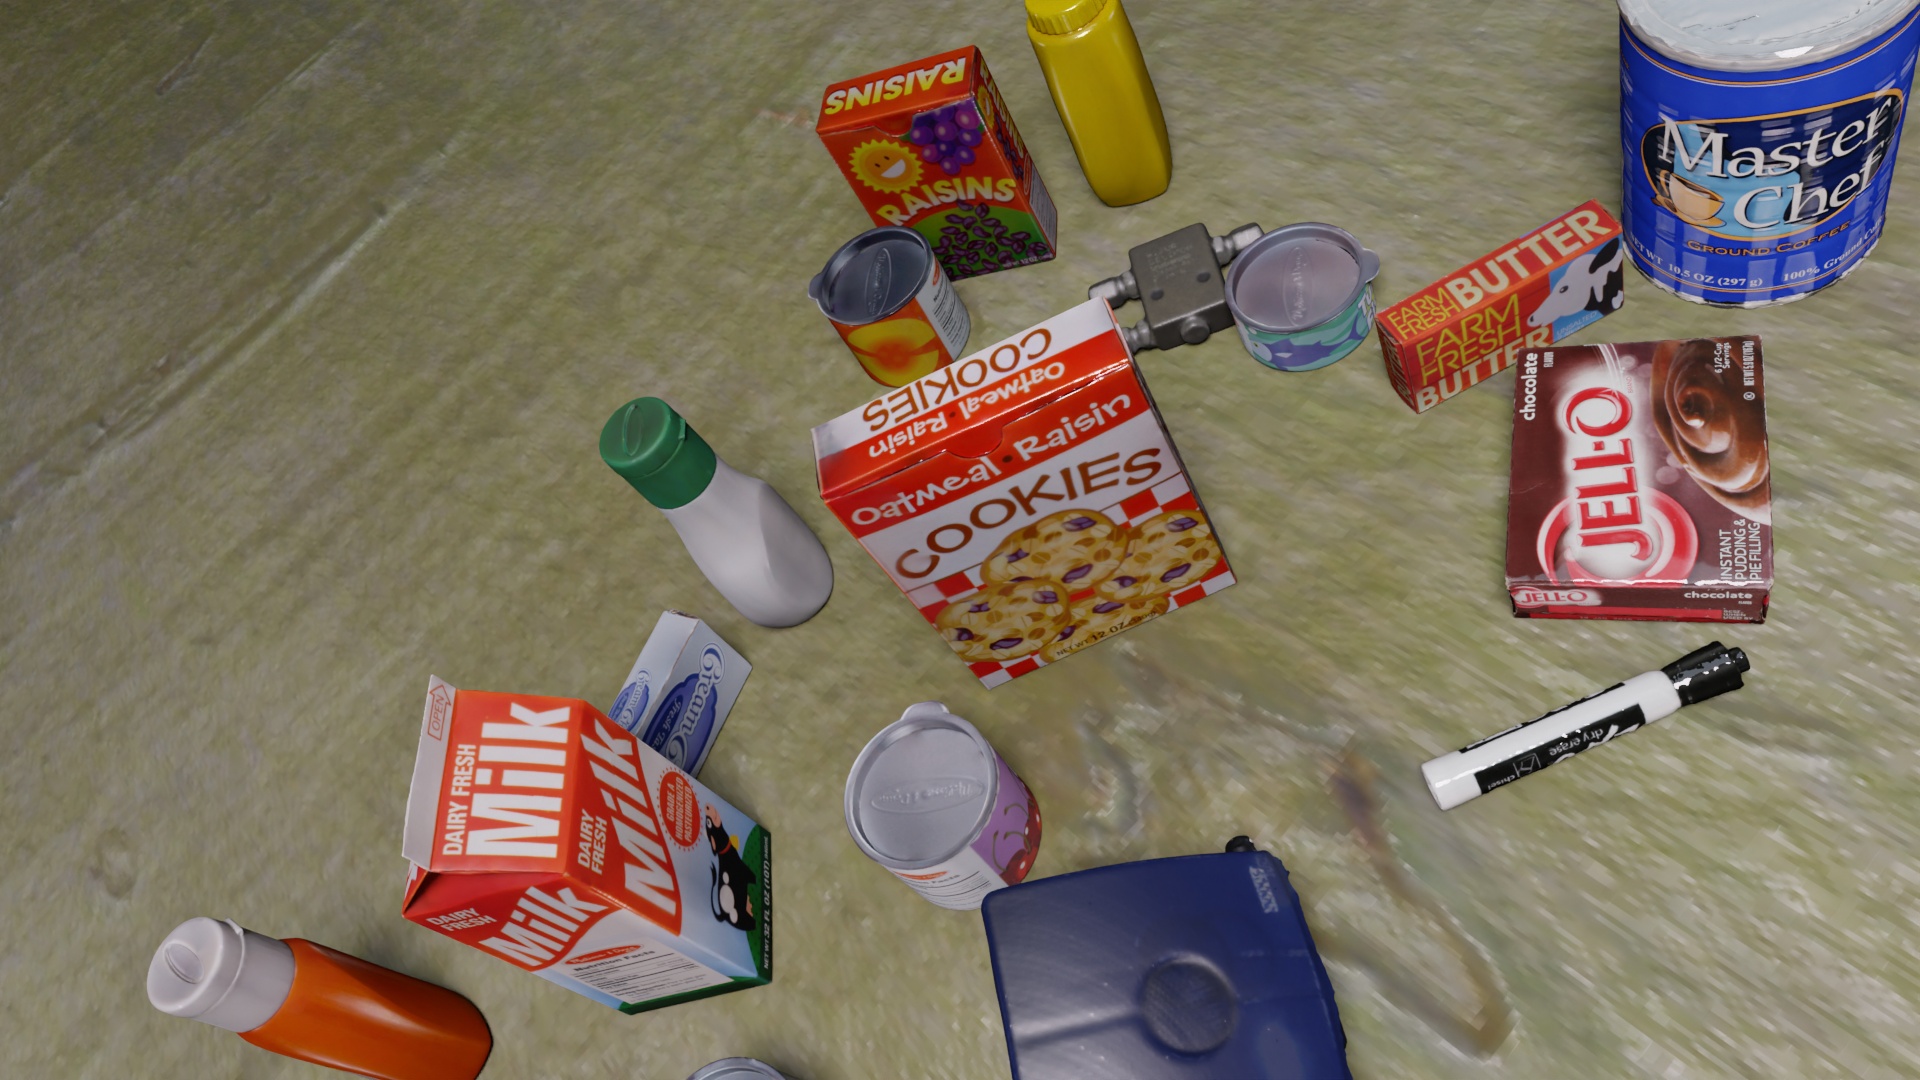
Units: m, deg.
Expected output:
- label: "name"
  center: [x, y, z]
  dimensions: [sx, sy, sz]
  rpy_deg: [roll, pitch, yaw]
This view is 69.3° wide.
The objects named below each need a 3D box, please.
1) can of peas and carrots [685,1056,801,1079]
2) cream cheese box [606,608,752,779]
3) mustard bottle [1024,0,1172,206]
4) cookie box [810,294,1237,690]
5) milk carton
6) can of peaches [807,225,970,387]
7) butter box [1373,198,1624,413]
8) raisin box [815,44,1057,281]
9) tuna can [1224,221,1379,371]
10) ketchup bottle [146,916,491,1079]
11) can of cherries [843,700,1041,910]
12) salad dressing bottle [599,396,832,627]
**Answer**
- label: "can of peas and carrots"
  center: [-0.077, 0.236, 0.526]
  dimensions: [0.071, 0.058, 0.071]
  rpy_deg: [-12, 55, 18]
- label: "cream cheese box"
  center: [-0.141, 0.090, 0.655]
  dimensions: [0.024, 0.053, 0.104]
  rpy_deg: [11, 65, 31]
- label: "mustard bottle"
  center: [0.066, -0.241, 0.703]
  dimensions: [0.049, 0.159, 0.065]
  rpy_deg: [-13, 55, 18]
- label: "cookie box"
  center: [0.032, -0.011, 0.565]
  dimensions: [0.123, 0.167, 0.040]
  rpy_deg: [-24, 52, 10]
- label: "milk carton"
  center: [-0.151, 0.124, 0.550]
  dimensions: [0.073, 0.190, 0.073]
  rpy_deg: [-17, 54, 15]
- label: "can of peaches"
  center: [-0.037, -0.124, 0.741]
  dimensions: [0.071, 0.058, 0.071]
  rpy_deg: [-12, 55, 18]
- label: "butter box"
  center: [0.233, -0.099, 0.599]
  dimensions: [0.103, 0.053, 0.024]
  rpy_deg: [-28, 52, 7]
- label: "raisin box"
  center: [-0.009, -0.192, 0.730]
  dimensions: [0.086, 0.123, 0.040]
  rpy_deg: [-7, 57, 22]
- label: "tuna can"
  center: [0.163, -0.115, 0.656]
  dimensions: [0.071, 0.032, 0.071]
  rpy_deg: [-12, 55, 18]
- label: "ketchup bottle"
  center: [-0.267, 0.196, 0.585]
  dimensions: [0.065, 0.148, 0.044]
  rpy_deg: [19, 69, 34]
- label: "can of cherries"
  center: [-0.005, 0.110, 0.574]
  dimensions: [0.071, 0.058, 0.072]
  rpy_deg: [-12, 55, 18]
- label: "salad dressing bottle"
  center: [-0.111, -0.011, 0.646]
  dimensions: [0.044, 0.147, 0.064]
  rpy_deg: [-17, 54, 16]
